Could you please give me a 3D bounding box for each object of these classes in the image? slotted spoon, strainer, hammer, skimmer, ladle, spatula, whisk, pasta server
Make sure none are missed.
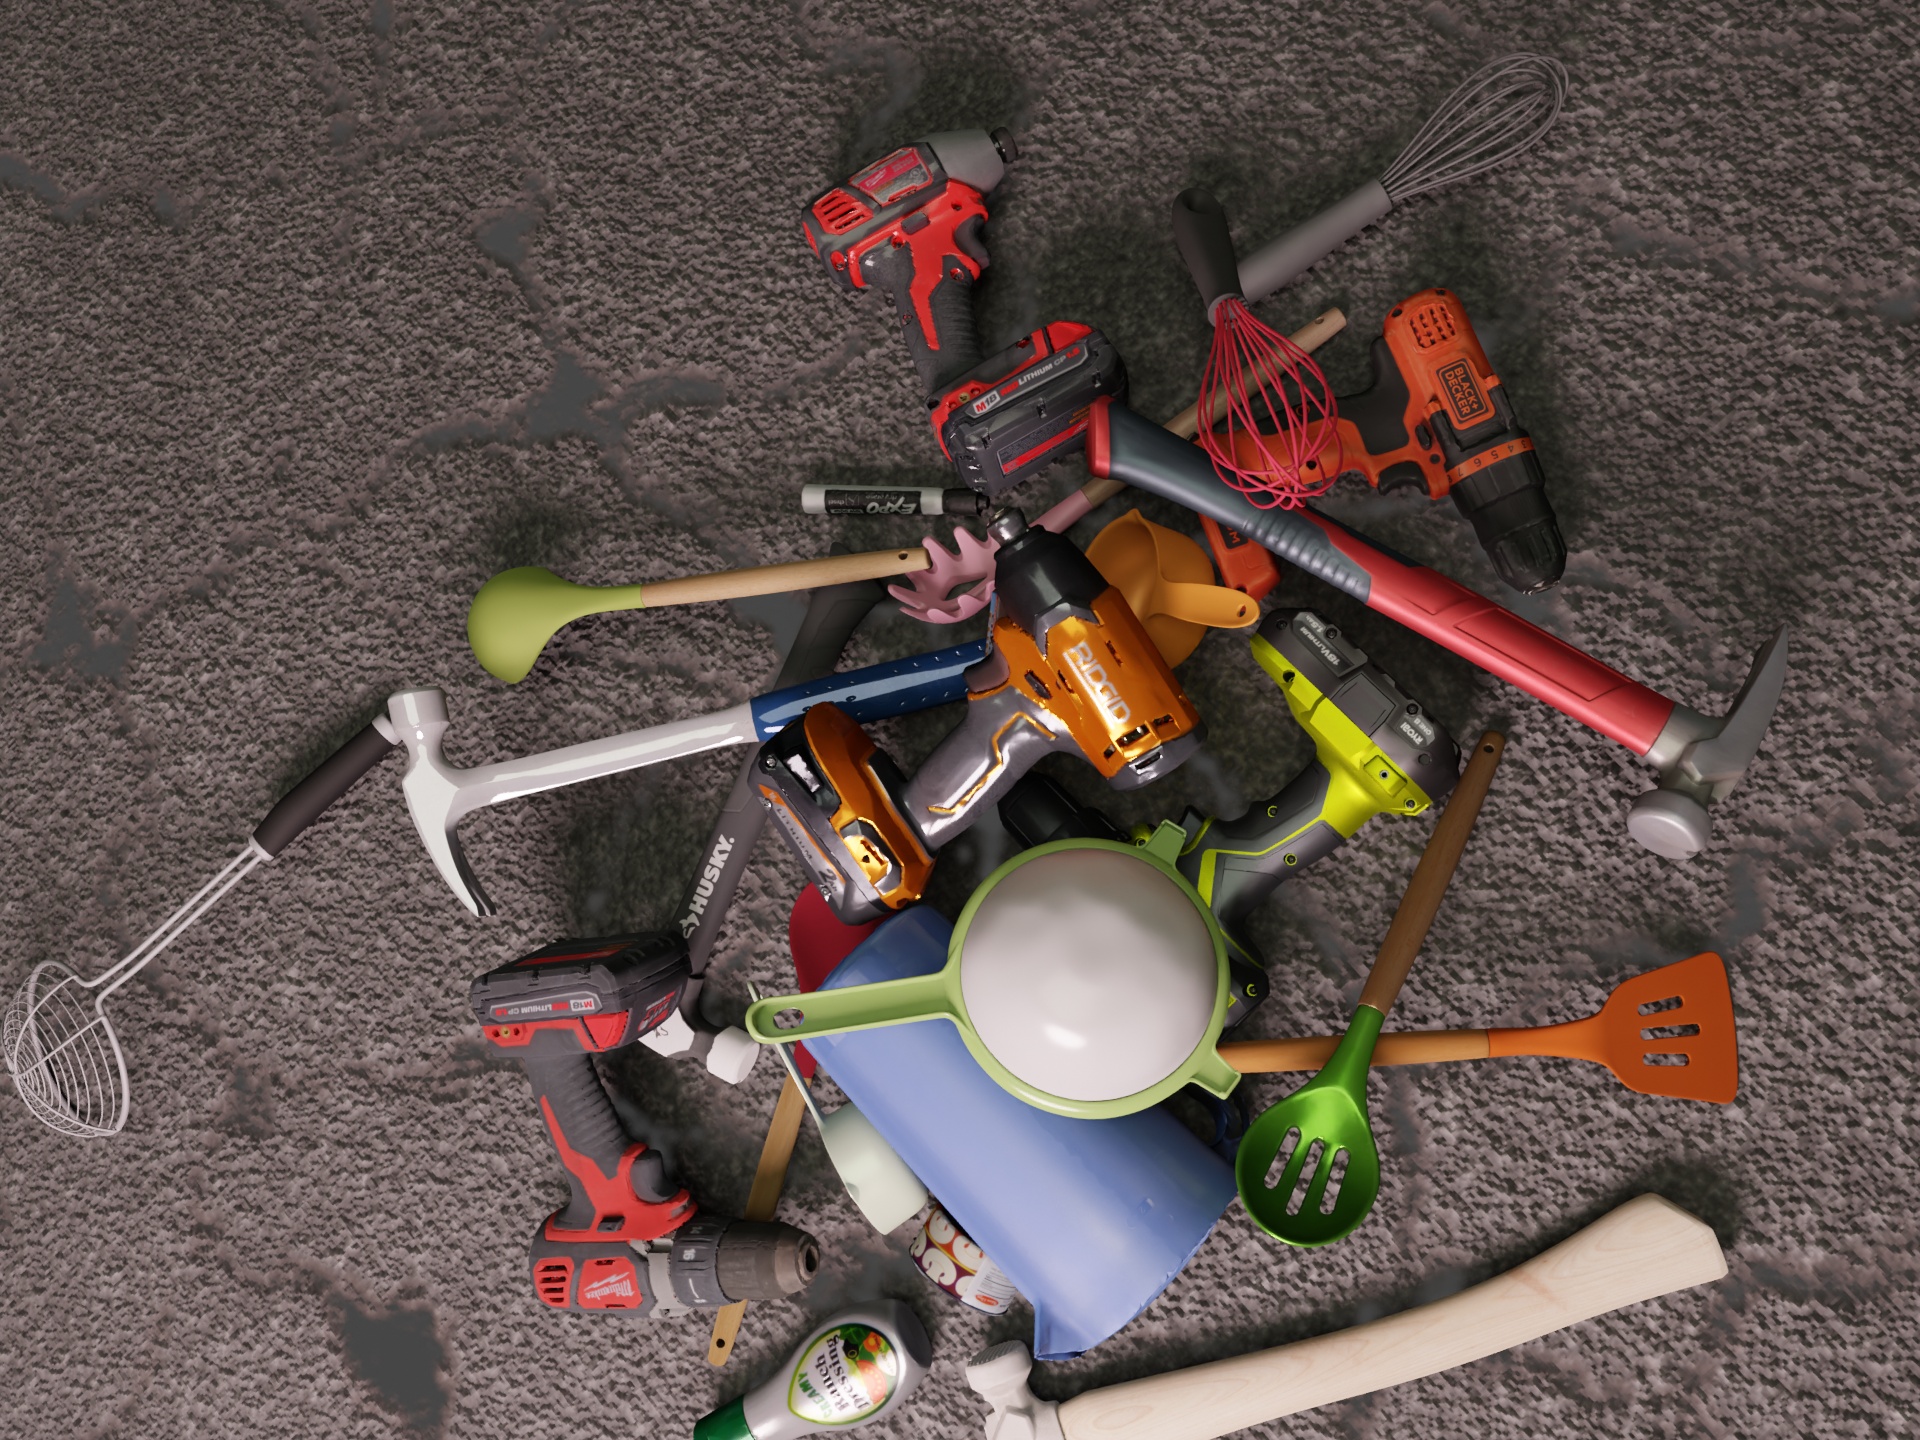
[{"bbox_3d":[0.229,0.133,0.841,0.070,0.031,0.314,22,66,20],"label":"slotted spoon"},{"bbox_3d":[0.015,0.131,0.815,0.256,0.069,0.152,-8,67,-3],"label":"strainer"},{"bbox_3d":[-0.135,0.045,1.000,0.146,0.035,0.335,23,90,15],"label":"hammer"},{"bbox_3d":[-0.510,0.134,1.092,0.363,0.090,0.127,-44,72,-4],"label":"skimmer"},{"bbox_3d":[-0.133,0.008,0.958,0.405,0.035,0.144,-13,86,0],"label":"hammer"},{"bbox_3d":[-0.169,-0.077,1.004,0.320,0.062,0.078,-6,66,15],"label":"ladle"},{"bbox_3d":[0.255,0.174,0.852,0.322,0.041,0.081,-4,83,6],"label":"spatula"},{"bbox_3d":[0.213,0.360,0.870,0.410,0.038,0.146,-23,80,11],"label":"hammer"},{"bbox_3d":[0.241,-0.083,0.853,0.386,0.038,0.143,32,67,14],"label":"hammer"},{"bbox_3d":[-0.104,0.242,0.973,0.069,0.031,0.315,17,90,9],"label":"ladle"},{"bbox_3d":[0.247,-0.312,0.937,0.239,0.055,0.055,-32,77,13],"label":"whisk"},{"bbox_3d":[0.096,-0.154,0.961,0.316,0.040,0.060,-35,49,7],"label":"pasta server"},{"bbox_3d":[0.153,-0.216,0.882,0.073,0.073,0.296,-17,45,12],"label":"whisk"}]

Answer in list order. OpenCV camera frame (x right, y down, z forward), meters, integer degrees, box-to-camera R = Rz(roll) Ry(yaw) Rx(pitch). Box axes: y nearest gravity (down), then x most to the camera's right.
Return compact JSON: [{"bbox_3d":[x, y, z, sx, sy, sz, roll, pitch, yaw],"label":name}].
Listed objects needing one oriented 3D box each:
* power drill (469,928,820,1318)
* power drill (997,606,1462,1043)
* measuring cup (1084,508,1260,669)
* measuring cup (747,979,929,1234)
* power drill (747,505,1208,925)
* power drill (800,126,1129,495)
[{"bbox_3d":[-0.185,0.244,0.941,0.188,0.080,0.226,-9,95,24],"label":"power drill"},{"bbox_3d":[0.148,0.047,0.905,0.228,0.080,0.191,-46,72,8],"label":"power drill"},{"bbox_3d":[0.127,-0.063,0.887,0.174,0.052,0.095,19,94,60],"label":"measuring cup"},{"bbox_3d":[-0.070,0.218,0.931,0.038,0.083,0.167,-30,89,-2],"label":"measuring cup"},{"bbox_3d":[-0.001,-0.003,0.873,0.226,0.084,0.164,-31,97,17],"label":"power drill"},{"bbox_3d":[0.008,-0.263,0.976,0.143,0.078,0.220,-30,73,1],"label":"power drill"}]
